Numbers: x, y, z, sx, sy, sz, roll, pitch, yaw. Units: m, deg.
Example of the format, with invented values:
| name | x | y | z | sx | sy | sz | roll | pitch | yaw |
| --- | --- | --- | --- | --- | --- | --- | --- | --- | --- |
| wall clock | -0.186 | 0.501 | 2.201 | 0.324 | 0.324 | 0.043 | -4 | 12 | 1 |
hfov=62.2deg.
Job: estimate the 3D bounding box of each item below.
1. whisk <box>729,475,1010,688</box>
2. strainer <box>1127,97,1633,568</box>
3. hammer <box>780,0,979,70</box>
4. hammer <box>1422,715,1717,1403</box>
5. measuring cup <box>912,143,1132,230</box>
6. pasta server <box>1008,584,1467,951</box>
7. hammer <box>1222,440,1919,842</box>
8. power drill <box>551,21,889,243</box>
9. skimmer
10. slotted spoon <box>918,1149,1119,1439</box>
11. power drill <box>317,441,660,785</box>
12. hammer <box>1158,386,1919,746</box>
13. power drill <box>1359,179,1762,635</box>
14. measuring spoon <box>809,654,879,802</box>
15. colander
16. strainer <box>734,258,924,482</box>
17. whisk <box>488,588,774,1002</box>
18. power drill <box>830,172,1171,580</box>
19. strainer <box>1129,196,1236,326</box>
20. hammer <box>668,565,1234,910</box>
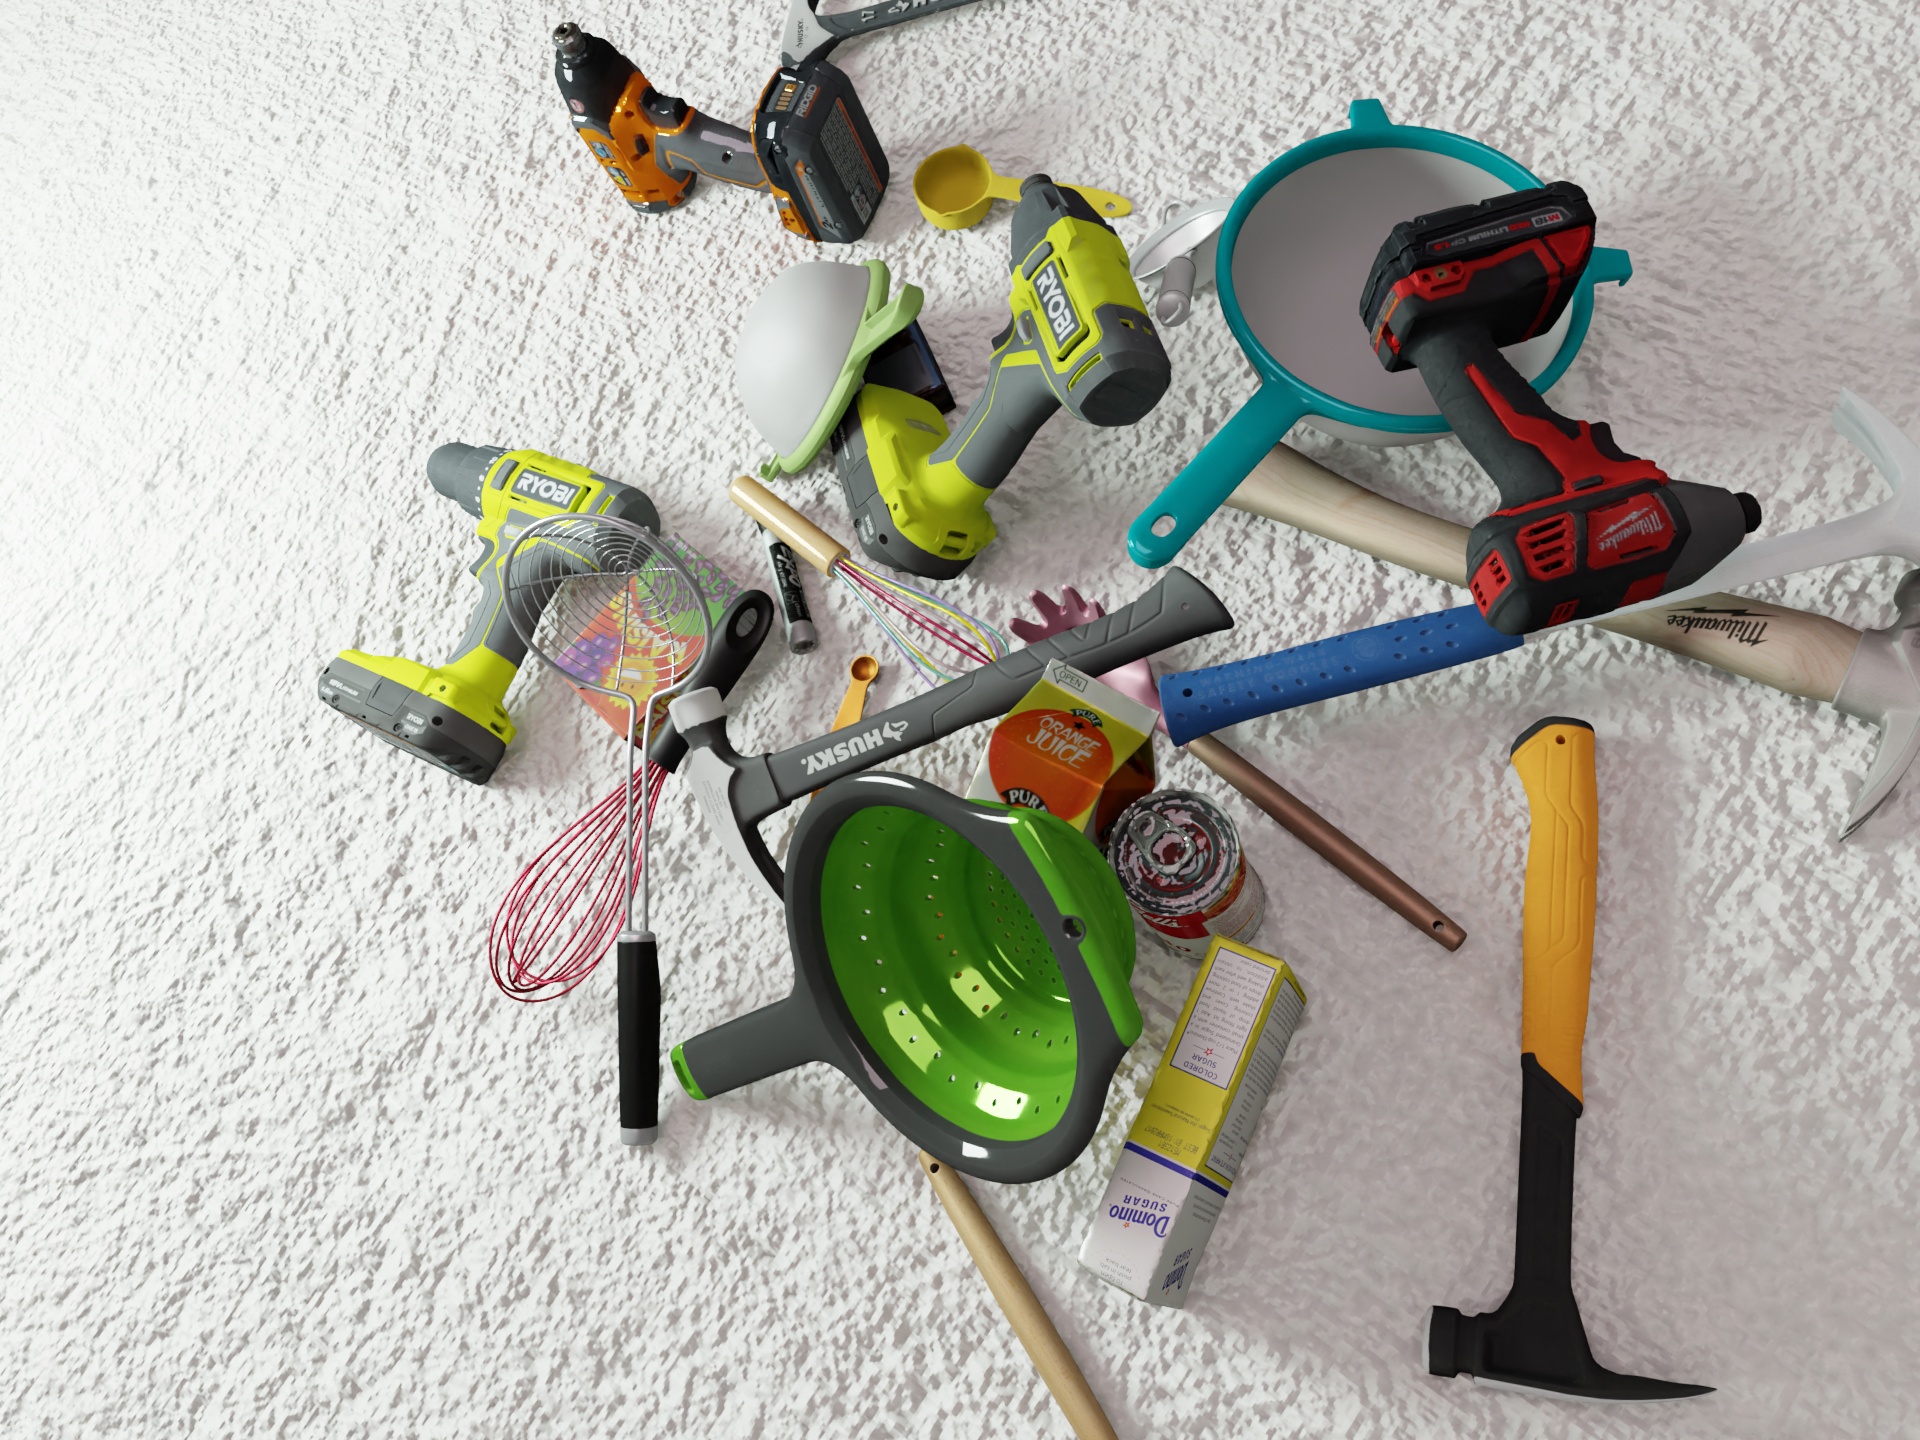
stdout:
| name | x | y | z | sx | sy | sz | roll | pitch | yaw |
| --- | --- | --- | --- | --- | --- | --- | --- | --- | --- |
| whisk | -0.061 | -0.092 | 1.012 | 0.245 | 0.047 | 0.051 | 38 | 77 | 25 |
| strainer | 0.209 | -0.192 | 0.919 | 0.211 | 0.095 | 0.340 | 39 | 75 | 16 |
| hammer | 0.058 | -0.559 | 1.180 | 0.409 | 0.036 | 0.149 | -9 | 65 | 15 |
| hammer | 0.304 | 0.158 | 0.792 | 0.127 | 0.034 | 0.337 | 1 | 69 | 21 |
| measuring cup | 0.044 | -0.363 | 1.114 | 0.156 | 0.029 | 0.062 | 13 | 73 | 11 |
| pasta server | 0.151 | 0.026 | 0.900 | 0.316 | 0.040 | 0.060 | 40 | 96 | 27 |
| hammer | 0.316 | -0.072 | 0.884 | 0.411 | 0.038 | 0.146 | 23 | 79 | 26 |
| power drill | -0.180 | -0.424 | 1.135 | 0.226 | 0.164 | 0.084 | 16 | 74 | 22 |
| skimmer | -0.201 | 0.066 | 0.913 | 0.127 | 0.090 | 0.363 | -1 | 88 | 17 |
| slotted spoon | 0.063 | 0.346 | 0.804 | 0.070 | 0.031 | 0.314 | -37 | 59 | 1 |
| power drill | -0.337 | -0.087 | 1.099 | 0.191 | 0.080 | 0.228 | 21 | 74 | 25 |
| hammer | 0.304 | -0.060 | 0.840 | 0.405 | 0.035 | 0.144 | -14 | 64 | 14 |
| power drill | 0.302 | -0.157 | 0.809 | 0.143 | 0.078 | 0.220 | -15 | 70 | -4 |
| measuring spoon | -0.073 | 0.014 | 1.001 | 0.021 | 0.011 | 0.117 | 11 | 76 | 22 |
| colander | -0.031 | 0.134 | 0.819 | 0.397 | 0.094 | 0.204 | -30 | 86 | 49 |
| strainer | -0.090 | -0.241 | 0.988 | 0.069 | 0.256 | 0.151 | 22 | 84 | -19 |
| whisk | -0.199 | 0.044 | 0.992 | 0.073 | 0.073 | 0.296 | 26 | 80 | 27 |
| power drill | 0.019 | -0.204 | 0.957 | 0.223 | 0.080 | 0.171 | -42 | 53 | 38 |
| strainer | 0.135 | -0.274 | 0.973 | 0.087 | 0.050 | 0.259 | -29 | 19 | 23 |
| hammer | -0.001 | -0.003 | 0.927 | 0.335 | 0.035 | 0.146 | -22 | 86 | 13 |
